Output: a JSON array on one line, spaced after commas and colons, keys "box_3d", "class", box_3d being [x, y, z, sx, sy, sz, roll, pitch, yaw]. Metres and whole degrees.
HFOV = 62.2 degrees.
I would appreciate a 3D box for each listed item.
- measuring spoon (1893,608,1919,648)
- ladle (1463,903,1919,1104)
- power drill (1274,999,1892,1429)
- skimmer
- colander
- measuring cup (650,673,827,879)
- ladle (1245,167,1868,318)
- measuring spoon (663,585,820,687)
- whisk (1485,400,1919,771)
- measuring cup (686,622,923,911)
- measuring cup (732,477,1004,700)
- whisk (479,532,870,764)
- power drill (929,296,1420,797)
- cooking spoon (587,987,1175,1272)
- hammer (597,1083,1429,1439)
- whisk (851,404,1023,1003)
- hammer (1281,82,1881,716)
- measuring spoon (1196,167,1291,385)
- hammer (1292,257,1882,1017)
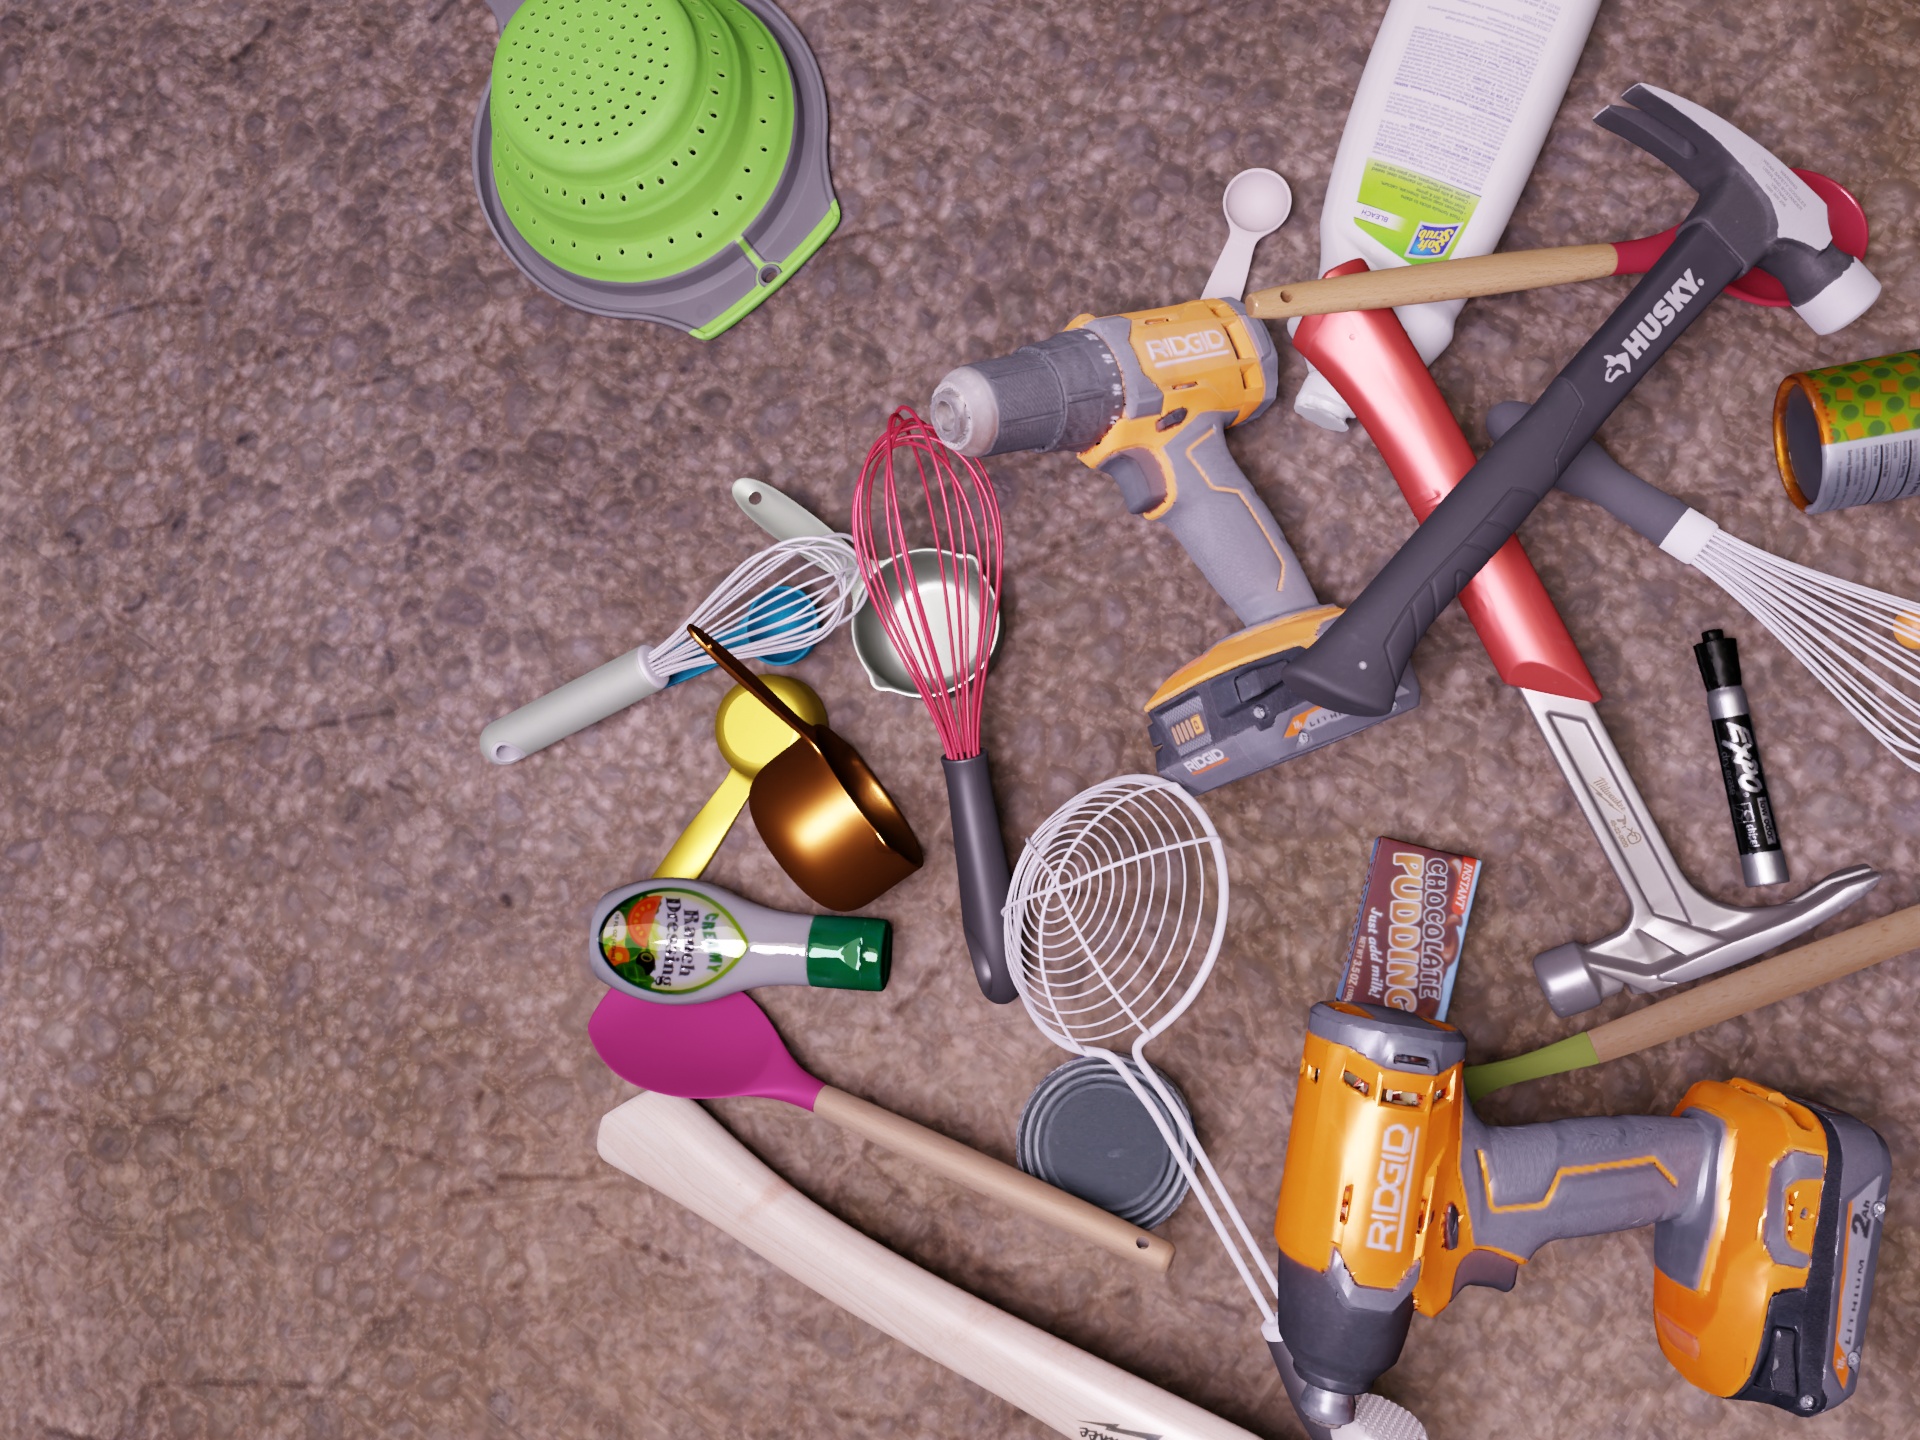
[{"box_3d": [0.491, -0.056, 0.730, 0.117, 0.011, 0.021, -16, 81, 8], "class": "measuring spoon"}, {"box_3d": [0.308, 0.144, 0.695, 0.320, 0.078, 0.062, -25, 49, 14], "class": "ladle"}, {"box_3d": [0.236, 0.209, 0.635, 0.226, 0.084, 0.164, 10, 89, -6], "class": "power drill"}, {"box_3d": [0.129, 0.201, 0.715, 0.127, 0.090, 0.363, -28, 91, 39], "class": "skimmer"}, {"box_3d": [-0.232, -0.387, 0.863, 0.204, 0.094, 0.397, -41, 78, 3], "class": "colander"}, {"box_3d": [-0.127, 0.044, 0.825, 0.062, 0.029, 0.156, 34, 91, 13], "class": "measuring cup"}, {"box_3d": [0.275, -0.208, 0.729, 0.315, 0.031, 0.069, -11, 81, -14], "class": "ladle"}, {"box_3d": [-0.129, -0.035, 0.845, 0.128, 0.021, 0.042, -18, 77, 17], "class": "measuring spoon"}, {"box_3d": [0.366, -0.067, 0.737, 0.285, 0.070, 0.070, 39, 91, 18], "class": "whisk"}, {"box_3d": [-0.089, 0.025, 0.761, 0.052, 0.095, 0.173, -39, 122, 8], "class": "measuring cup"}, {"box_3d": [-0.050, -0.073, 0.822, 0.168, 0.038, 0.083, 37, 91, 14], "class": "measuring cup"}, {"box_3d": [-0.151, -0.032, 0.814, 0.246, 0.057, 0.059, -24, 45, 21], "class": "whisk"}, {"box_3d": [0.097, -0.083, 0.731, 0.185, 0.084, 0.226, -17, 81, -33], "class": "power drill"}, {"box_3d": [-0.046, 0.193, 0.769, 0.319, 0.017, 0.069, 19, 55, 22], "class": "cooking spoon"}, {"box_3d": [-0.006, 0.287, 0.731, 0.411, 0.038, 0.146, 22, 101, 25], "class": "hammer"}, {"box_3d": [-0.001, -0.002, 0.760, 0.073, 0.073, 0.295, -7, 103, 10], "class": "whisk"}, {"box_3d": [0.253, -0.130, 0.686, 0.146, 0.035, 0.335, 45, 78, -5], "class": "hammer"}, {"box_3d": [0.136, -0.222, 0.818, 0.034, 0.018, 0.124, 21, 94, 7], "class": "measuring spoon"}, {"box_3d": [0.262, -0.051, 0.725, 0.149, 0.036, 0.359, -28, 87, 18], "class": "hammer"}]
